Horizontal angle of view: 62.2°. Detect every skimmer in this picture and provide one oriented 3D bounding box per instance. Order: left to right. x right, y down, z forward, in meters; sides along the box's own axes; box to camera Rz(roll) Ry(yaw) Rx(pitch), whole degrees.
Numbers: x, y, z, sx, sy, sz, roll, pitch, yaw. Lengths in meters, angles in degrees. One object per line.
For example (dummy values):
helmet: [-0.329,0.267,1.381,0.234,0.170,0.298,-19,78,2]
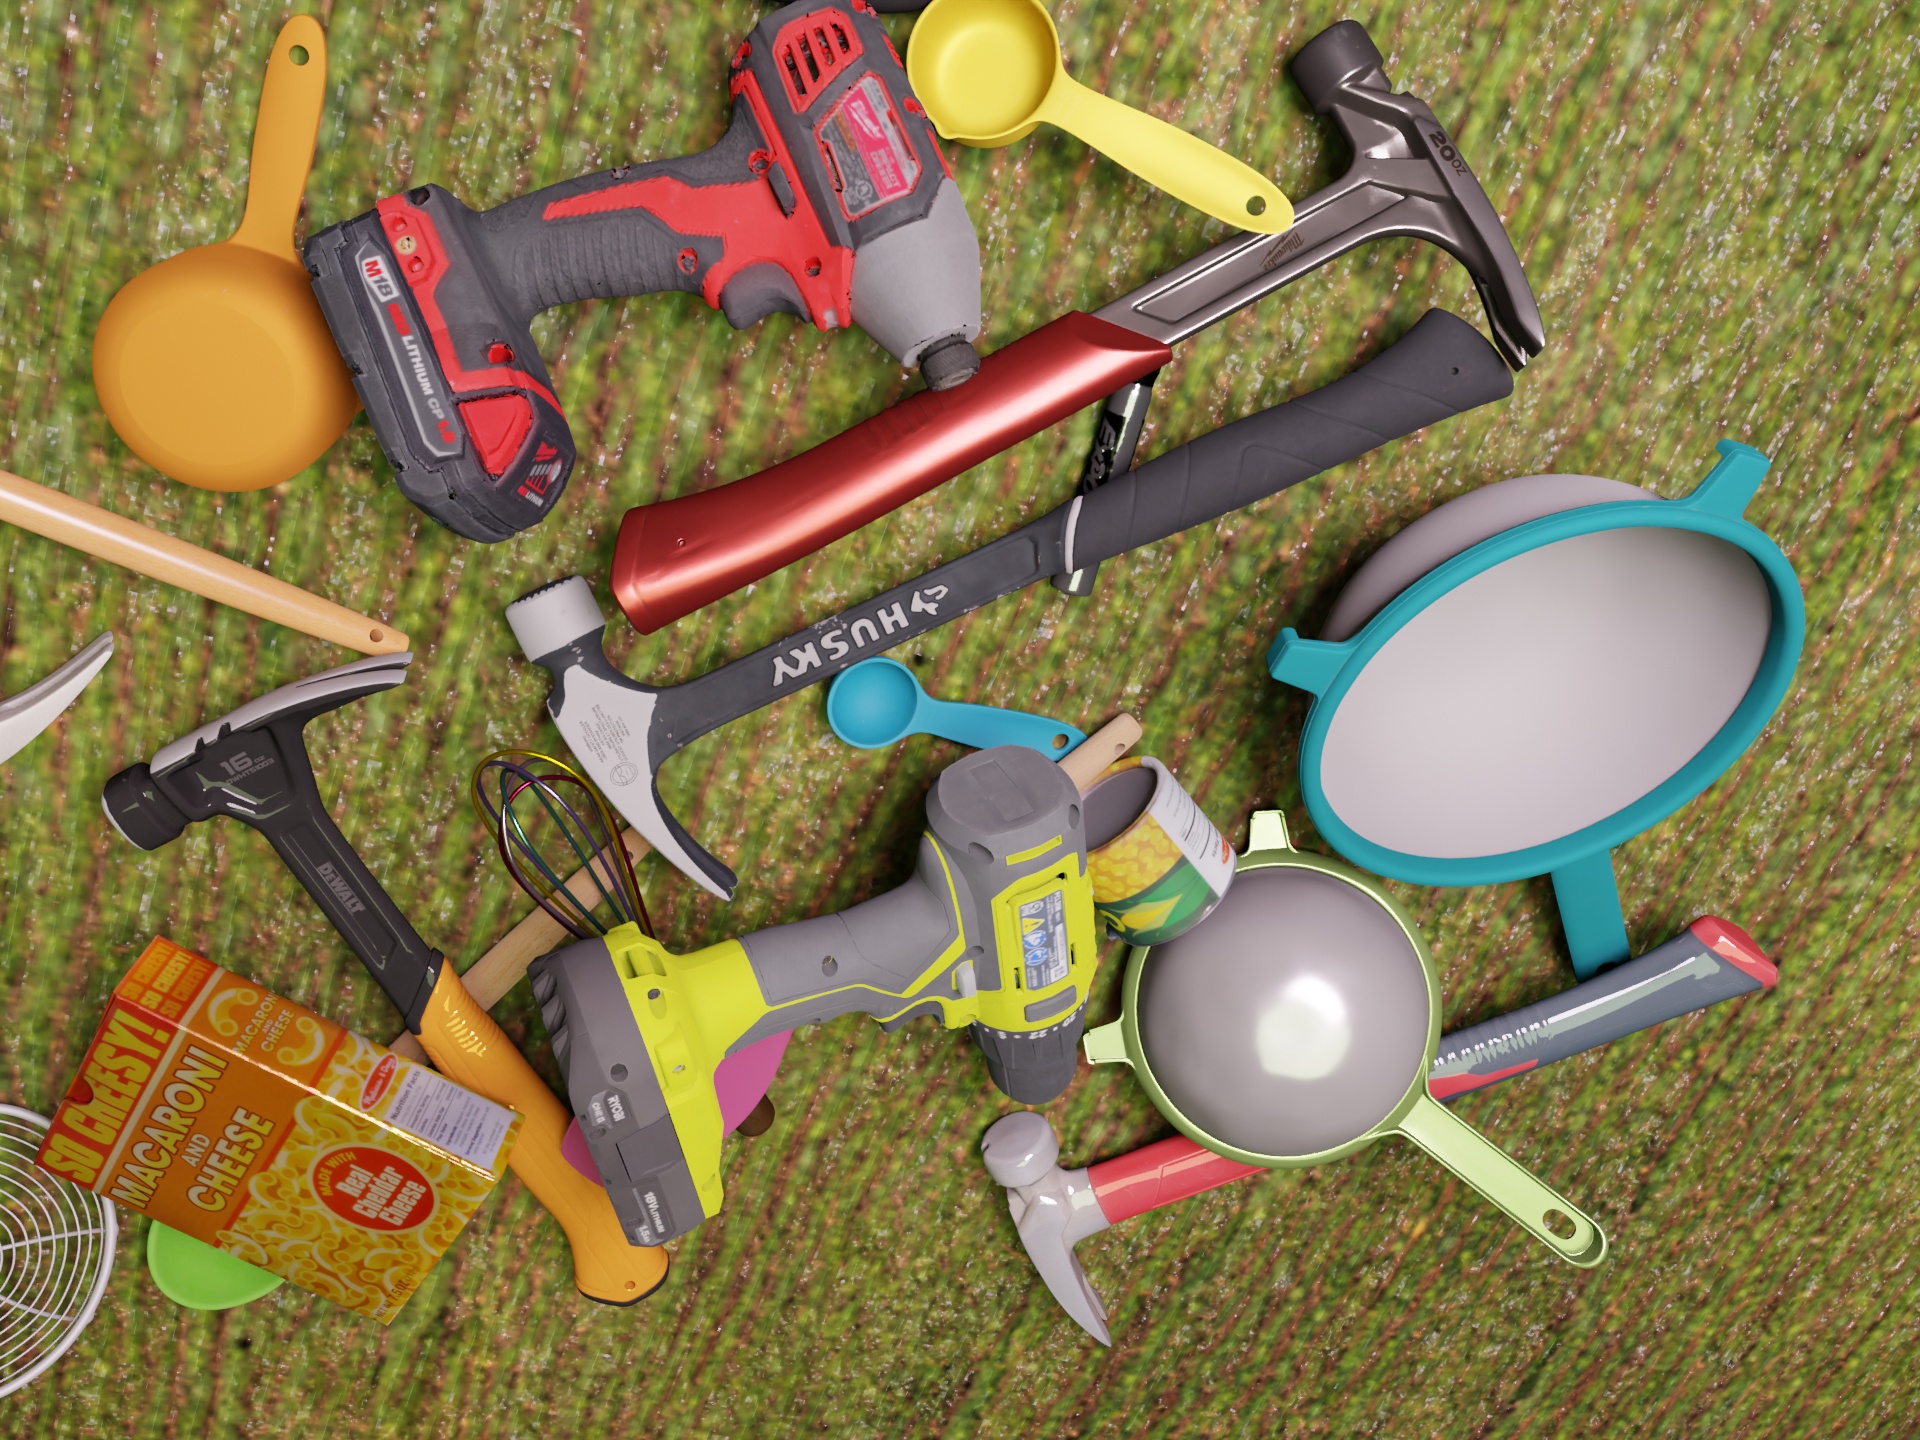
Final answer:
skimmer: [-0.435,0.106,0.638,0.127,0.090,0.363,-15,115,-34]

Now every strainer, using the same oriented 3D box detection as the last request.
strainer: [0.191,0.168,0.720,0.256,0.069,0.151,38,92,6]
strainer: [0.259,0.008,0.725,0.211,0.095,0.340,-24,135,10]

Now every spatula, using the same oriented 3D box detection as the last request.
spatula: [-0.344,-0.084,0.557,0.322,0.041,0.081,24,72,-36]

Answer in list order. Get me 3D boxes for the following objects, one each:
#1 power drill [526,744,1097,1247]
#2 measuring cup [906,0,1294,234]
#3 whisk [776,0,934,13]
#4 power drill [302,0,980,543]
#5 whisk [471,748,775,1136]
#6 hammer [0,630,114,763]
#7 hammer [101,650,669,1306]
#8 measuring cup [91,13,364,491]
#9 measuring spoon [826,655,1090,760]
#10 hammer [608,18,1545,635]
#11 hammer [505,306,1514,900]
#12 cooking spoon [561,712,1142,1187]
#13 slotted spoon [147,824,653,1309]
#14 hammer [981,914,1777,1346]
power drill: [-0.047,0.126,0.667,0.228,0.080,0.190,-20,132,-16]
measuring cup: [0.053,-0.219,0.592,0.156,0.029,0.062,29,99,1]
whisk: [-0.122,-0.278,0.558,0.239,0.055,0.055,2,112,-15]
power drill: [-0.103,-0.153,0.572,0.219,0.078,0.143,-24,87,-1]
whisk: [-0.138,0.105,0.699,0.047,0.051,0.244,-32,125,-9]
hammer: [-0.368,-0.133,0.568,0.130,0.031,0.331,3,108,-31]
hammer: [-0.212,0.131,0.692,0.127,0.034,0.336,-27,116,-1]
measuring cup: [-0.257,-0.165,0.574,0.095,0.052,0.173,15,111,-15]
measuring spoon: [-0.001,-0.002,0.710,0.128,0.021,0.042,12,107,-24]
hammer: [0.034,-0.122,0.607,0.359,0.036,0.149,-28,84,-1]
hammer: [0.030,-0.062,0.649,0.409,0.036,0.149,-24,101,3]
cooking spoon: [-0.045,0.101,0.713,0.319,0.017,0.068,-39,125,-2]
slotted spoon: [-0.251,0.155,0.724,0.314,0.031,0.070,-43,113,7]
hammer: [0.214,0.197,0.793,0.386,0.038,0.143,-22,116,7]
